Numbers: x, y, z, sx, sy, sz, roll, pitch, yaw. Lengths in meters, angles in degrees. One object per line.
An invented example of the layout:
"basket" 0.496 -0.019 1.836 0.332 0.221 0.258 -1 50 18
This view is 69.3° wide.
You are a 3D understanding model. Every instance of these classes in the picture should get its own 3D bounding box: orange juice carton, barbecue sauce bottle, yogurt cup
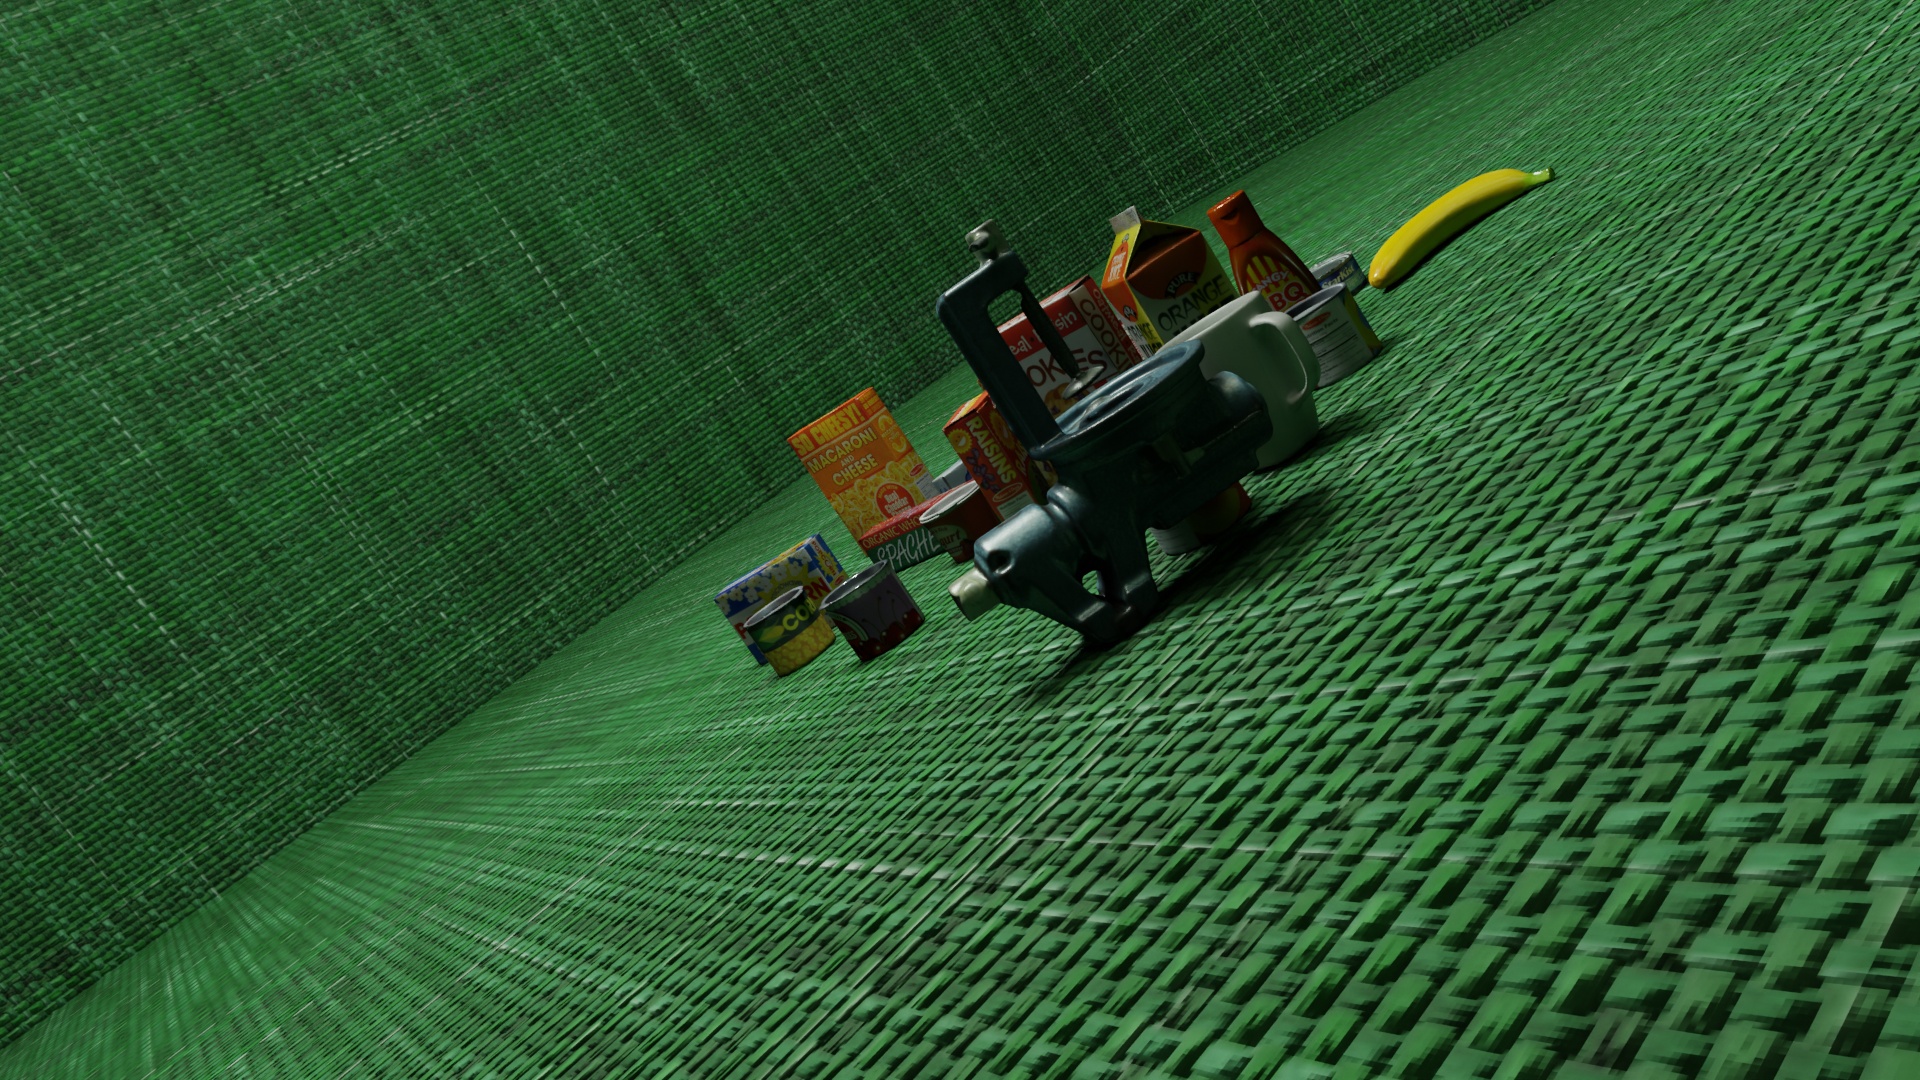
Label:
"orange juice carton" 0.176 -0.175 1.092 0.073 0.192 0.072 -34 9 -5
"barbecue sauce bottle" 0.266 -0.230 1.200 0.064 0.148 0.044 -29 10 23
"yogurt cup" 0.005 -0.016 1.275 0.072 0.054 0.072 -32 10 6

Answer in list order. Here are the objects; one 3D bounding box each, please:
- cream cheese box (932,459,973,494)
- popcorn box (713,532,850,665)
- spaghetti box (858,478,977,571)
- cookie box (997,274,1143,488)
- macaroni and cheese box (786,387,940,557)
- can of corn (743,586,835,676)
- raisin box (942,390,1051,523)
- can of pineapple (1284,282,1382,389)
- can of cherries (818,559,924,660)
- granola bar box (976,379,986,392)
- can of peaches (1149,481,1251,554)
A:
"cream cheese box" 0.022 -0.070 1.483 0.104 0.053 0.024 -40 11 -34
"popcorn box" -0.170 0.059 1.375 0.126 0.085 0.038 -29 11 26
"spaghetti box" -0.007 -0.021 1.351 0.249 0.050 0.029 -24 14 45
"cookie box" 0.096 -0.112 1.113 0.122 0.167 0.040 -24 13 45
"macaroni and cheese box" -0.104 -0.076 1.583 0.123 0.166 0.040 -26 12 38
"can of corn" -0.156 0.084 1.291 0.071 0.058 0.071 -32 10 6
"raisin box" 0.040 -0.063 1.188 0.040 0.123 0.086 -30 10 20
"can of pineapple" 0.280 -0.157 1.066 0.071 0.058 0.071 -32 10 6
"can of cherries" -0.074 0.059 1.147 0.071 0.058 0.071 -32 10 6
"granola bar box" 0.107 -0.136 1.323 0.039 0.124 0.165 -41 12 -38
"can of peaches" 0.146 -0.033 0.893 0.071 0.058 0.071 -32 10 6
